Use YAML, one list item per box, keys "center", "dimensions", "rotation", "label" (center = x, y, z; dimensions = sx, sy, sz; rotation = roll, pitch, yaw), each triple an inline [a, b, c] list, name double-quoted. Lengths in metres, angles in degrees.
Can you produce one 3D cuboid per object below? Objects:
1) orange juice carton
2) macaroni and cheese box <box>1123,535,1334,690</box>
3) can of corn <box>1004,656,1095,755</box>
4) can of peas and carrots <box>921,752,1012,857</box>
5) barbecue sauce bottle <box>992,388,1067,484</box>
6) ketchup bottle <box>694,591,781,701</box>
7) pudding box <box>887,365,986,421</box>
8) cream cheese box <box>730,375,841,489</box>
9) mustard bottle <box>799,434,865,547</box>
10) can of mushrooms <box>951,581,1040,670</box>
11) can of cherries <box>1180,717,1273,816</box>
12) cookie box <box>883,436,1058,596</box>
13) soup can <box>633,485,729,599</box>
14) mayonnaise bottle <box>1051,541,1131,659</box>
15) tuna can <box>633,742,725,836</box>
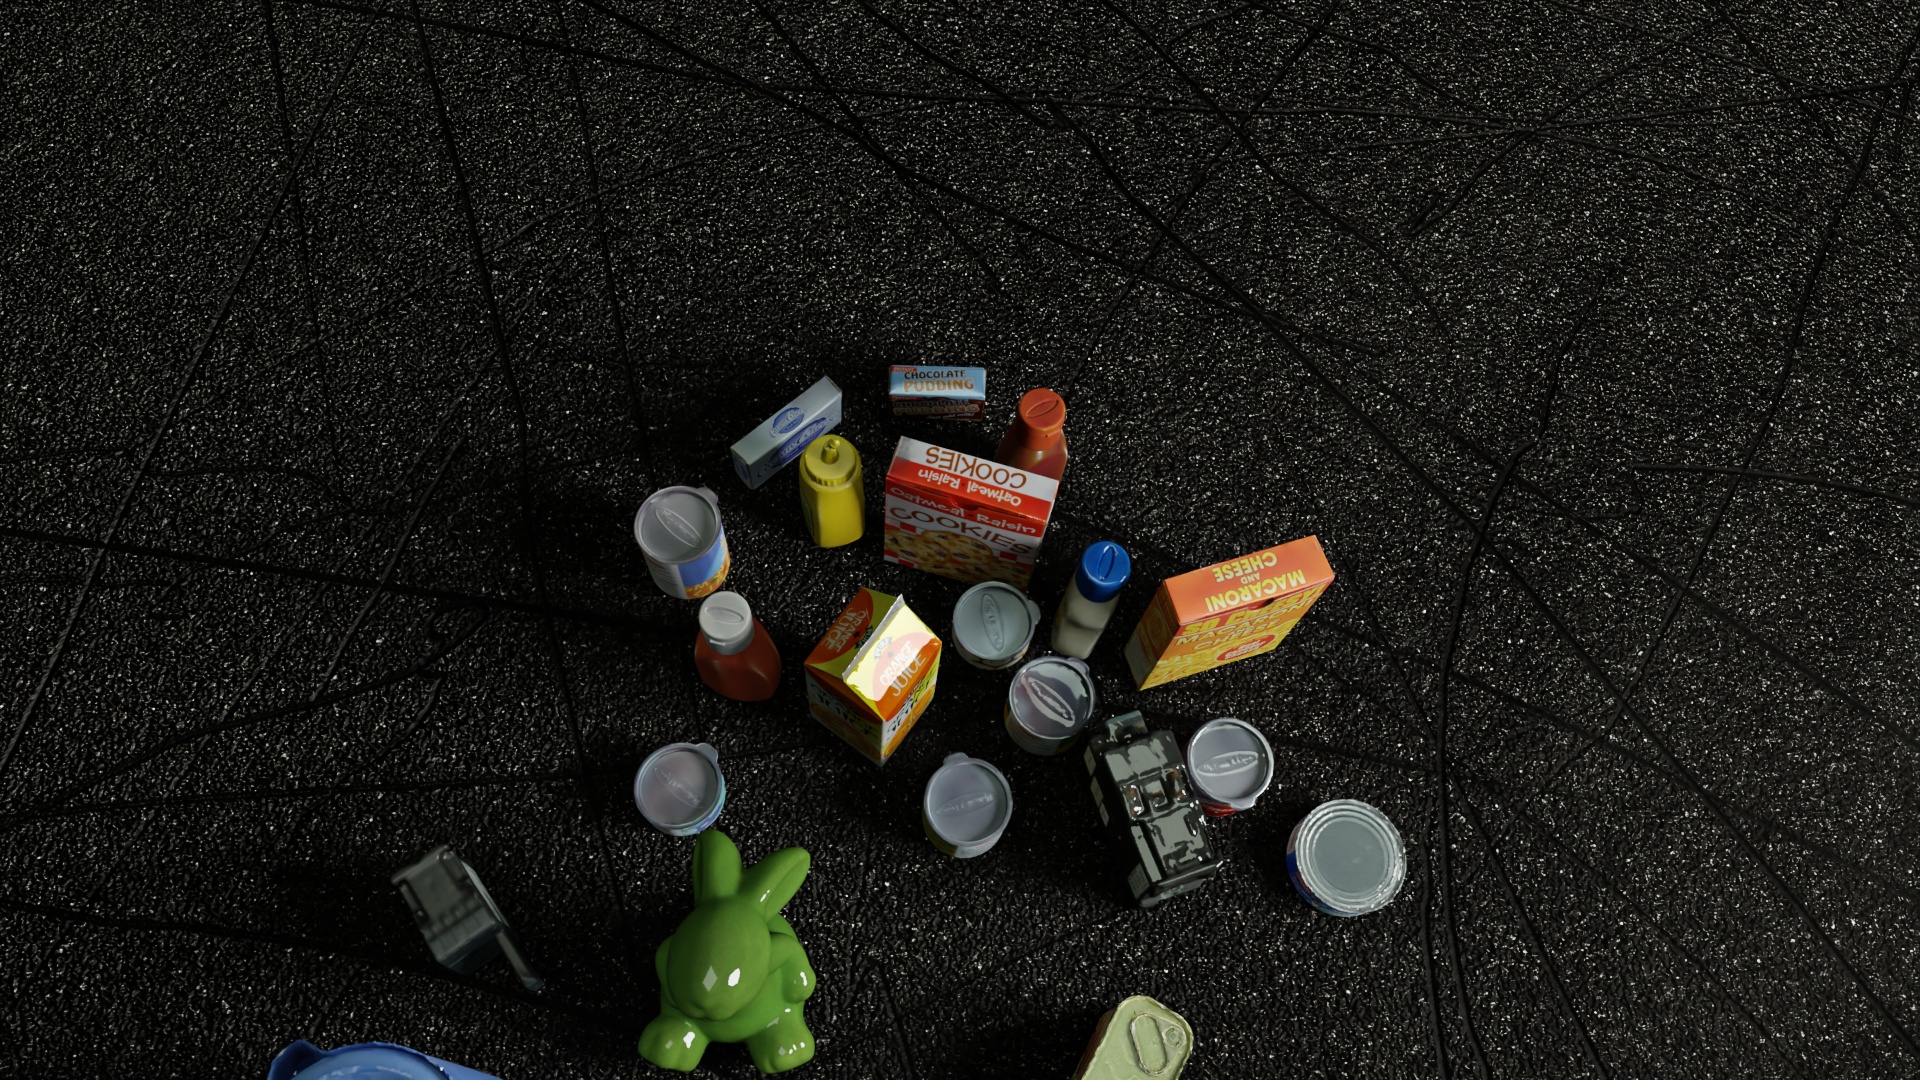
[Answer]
- center: [-0.065, 0.098, 1.020]
  dimensions: [0.073, 0.192, 0.072]
  rotation: [34, 70, 10]
  label: "orange juice carton"
- center: [0.202, 0.059, 1.068]
  dimensions: [0.124, 0.165, 0.040]
  rotation: [-16, 70, -10]
  label: "macaroni and cheese box"
- center: [0.070, 0.129, 1.089]
  dimensions: [0.071, 0.058, 0.071]
  rotation: [1, 68, -3]
  label: "can of corn"
- center: [0.003, 0.201, 1.054]
  dimensions: [0.071, 0.058, 0.071]
  rotation: [1, 68, -3]
  label: "can of peas and carrots"
- center: [0.058, -0.073, 1.123]
  dimensions: [0.065, 0.148, 0.044]
  rotation: [-27, 72, -13]
  label: "barbecue sauce bottle"
- center: [-0.170, 0.080, 1.044]
  dimensions: [0.065, 0.148, 0.044]
  rotation: [15, 68, 2]
  label: "ketchup bottle"
- center: [-0.020, -0.127, 1.193]
  dimensions: [0.084, 0.049, 0.030]
  rotation: [2, 68, -3]
  label: "pudding box"
- center: [-0.144, -0.090, 1.167]
  dimensions: [0.104, 0.053, 0.024]
  rotation: [-40, 76, -17]
  label: "cream cheese box"
- center: [-0.102, -0.046, 1.094]
  dimensions: [0.049, 0.159, 0.065]
  rotation: [-15, 70, -9]
  label: "mustard bottle"
- center: [0.028, 0.069, 1.124]
  dimensions: [0.071, 0.033, 0.071]
  rotation: [1, 68, -3]
  label: "can of mushrooms"
- center: [0.203, 0.179, 1.077]
  dimensions: [0.071, 0.058, 0.072]
  rotation: [1, 68, -3]
  label: "can of cherries"
- center: [0.004, -0.014, 1.084]
  dimensions: [0.123, 0.166, 0.040]
  rotation: [16, 68, 3]
  label: "cookie box"
- center: [-0.218, 0.001, 1.108]
  dimensions: [0.071, 0.083, 0.071]
  rotation: [1, 68, -3]
  label: "soup can"
- center: [0.101, 0.043, 1.078]
  dimensions: [0.041, 0.147, 0.065]
  rotation: [18, 68, 4]
  label: "mayonnaise bottle"
- center: [-0.212, 0.188, 1.059]
  dimensions: [0.071, 0.032, 0.071]
  rotation: [1, 68, -3]
  label: "tuna can"
